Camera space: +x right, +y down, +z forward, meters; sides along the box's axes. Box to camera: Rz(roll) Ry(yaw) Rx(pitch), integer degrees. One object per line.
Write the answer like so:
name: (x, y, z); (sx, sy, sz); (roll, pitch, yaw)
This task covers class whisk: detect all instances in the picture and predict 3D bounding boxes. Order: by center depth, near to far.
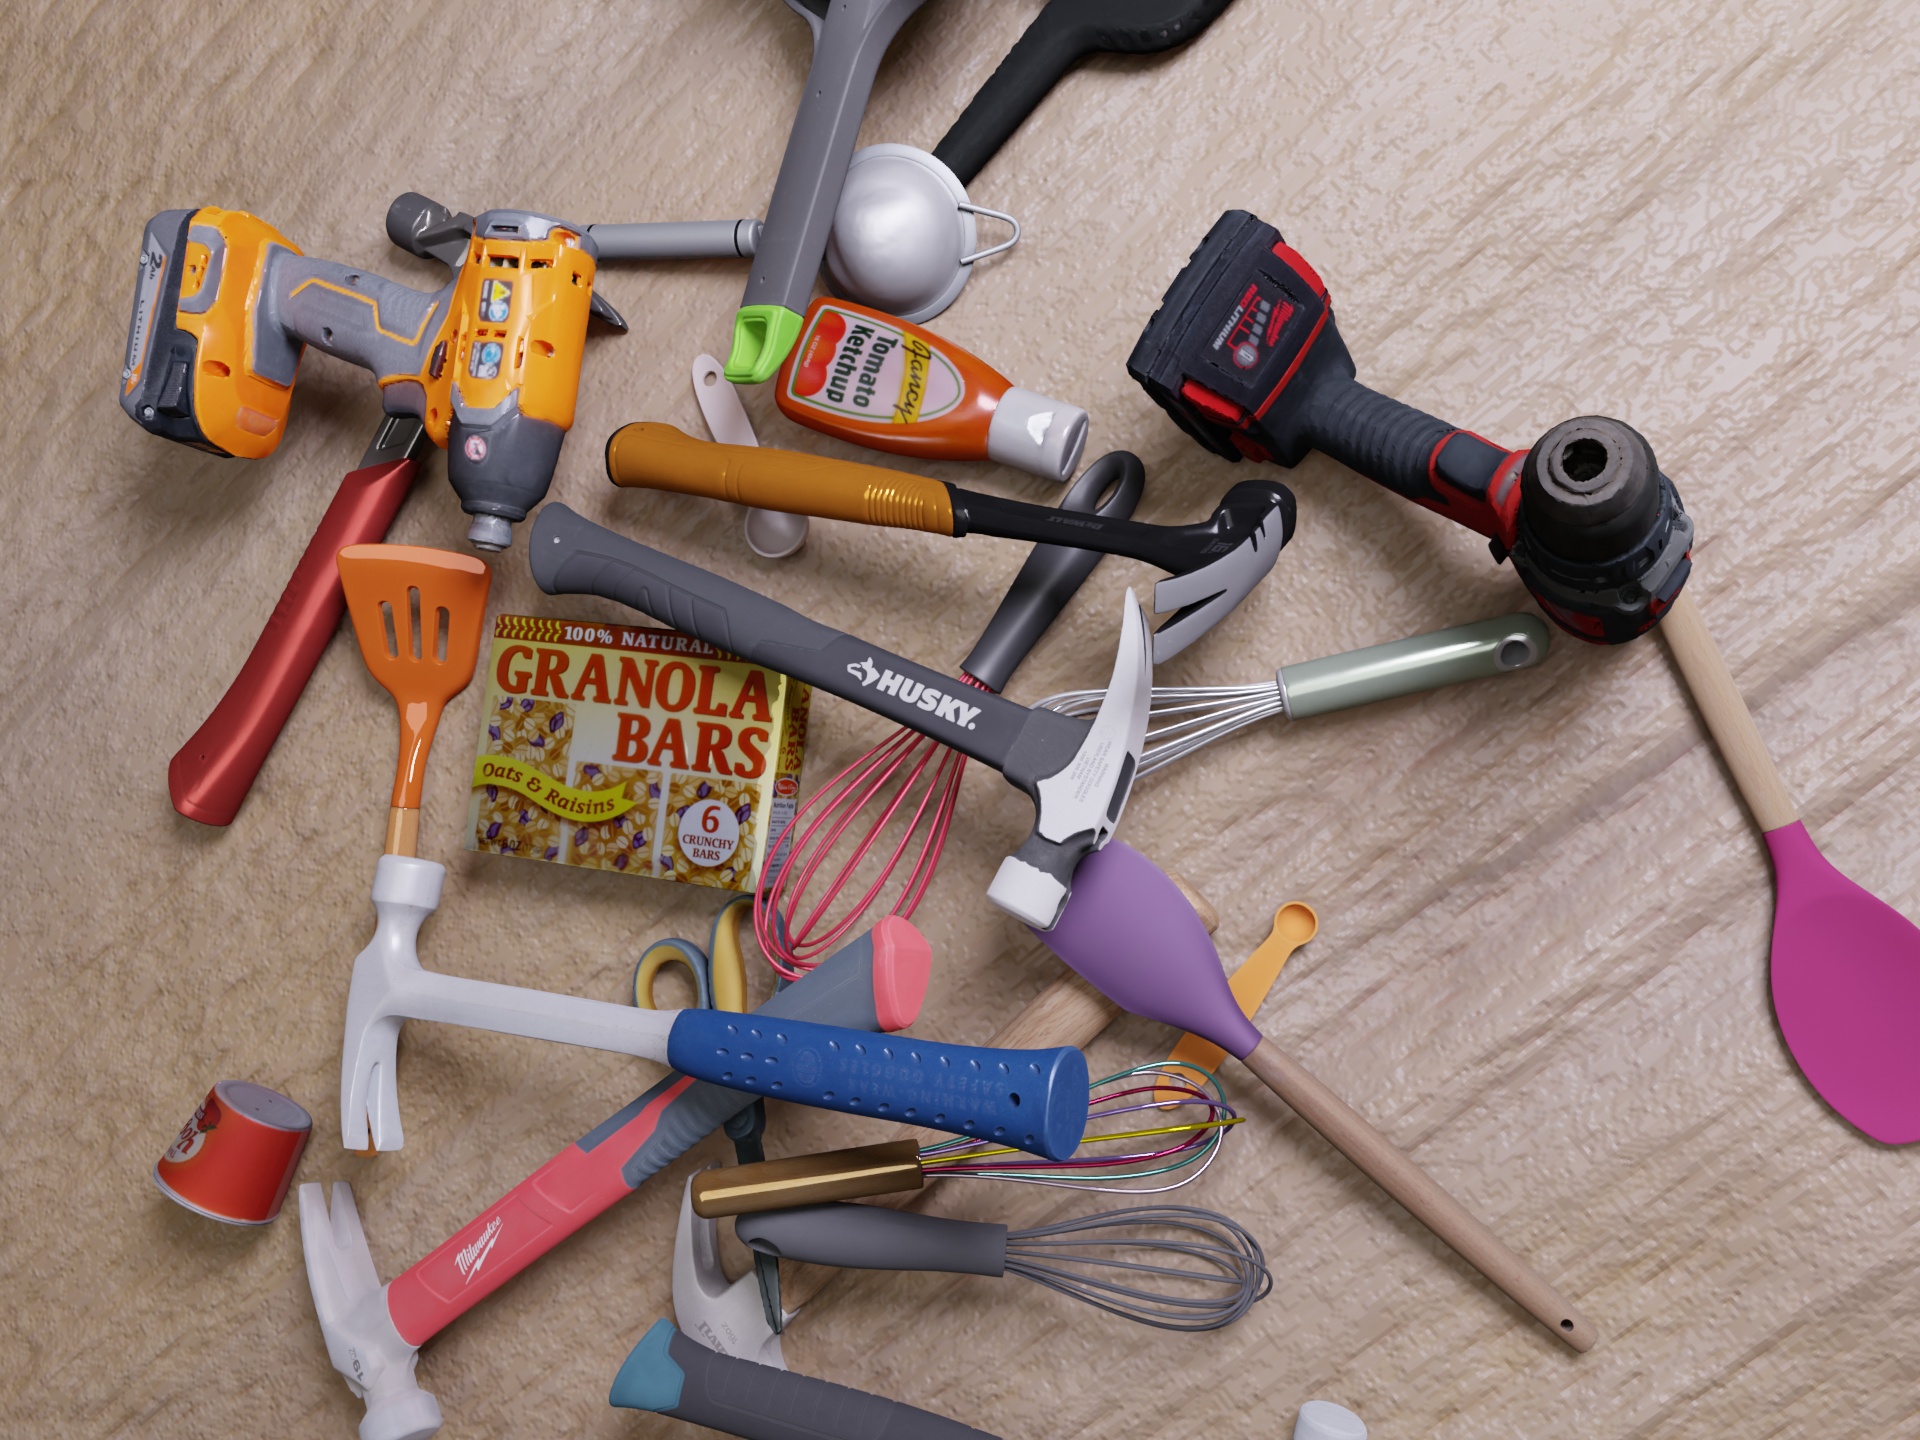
whisk: (0.004, 0.189, 0.696); (0.245, 0.047, 0.051); (-8, 104, -2)
whisk: (0.018, 0.234, 0.704); (0.239, 0.055, 0.055); (5, 87, 3)
whisk: (0.138, -0.010, 0.714); (0.246, 0.059, 0.057); (-13, 119, 12)
whisk: (-0.001, -0.002, 0.748); (0.073, 0.073, 0.296); (34, 90, 16)

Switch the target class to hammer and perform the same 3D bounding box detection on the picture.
hammer: (-0.132, 0.145, 0.700); (0.405, 0.035, 0.144); (2, 77, 32)
hammer: (0.003, 0.330, 0.711); (0.331, 0.033, 0.128); (12, 92, 9)
hammer: (-0.029, -0.095, 0.717); (0.337, 0.127, 0.034); (13, 123, 27)
hammer: (-0.068, -0.037, 0.734); (0.335, 0.035, 0.146); (24, 80, 24)
hammer: (-0.010, 0.192, 0.748); (0.331, 0.031, 0.130); (-45, 76, 9)
hammer: (-0.173, 0.197, 0.757); (0.386, 0.038, 0.143); (-38, 63, 18)
hammer: (-0.322, -0.099, 0.860); (0.149, 0.036, 0.359); (31, 95, 16)

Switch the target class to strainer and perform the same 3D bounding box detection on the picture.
strainer: (-0.099, -0.241, 0.799); (0.258, 0.050, 0.086); (6, 111, 22)

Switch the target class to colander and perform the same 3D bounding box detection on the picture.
colander: (-0.068, -0.354, 0.721); (0.205, 0.094, 0.397); (13, 86, 47)

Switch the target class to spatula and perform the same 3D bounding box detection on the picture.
spatula: (0.148, 0.158, 0.691); (0.316, 0.018, 0.060); (41, 94, 8)
spatula: (-0.299, 0.070, 0.838); (0.081, 0.041, 0.322); (6, 89, -1)

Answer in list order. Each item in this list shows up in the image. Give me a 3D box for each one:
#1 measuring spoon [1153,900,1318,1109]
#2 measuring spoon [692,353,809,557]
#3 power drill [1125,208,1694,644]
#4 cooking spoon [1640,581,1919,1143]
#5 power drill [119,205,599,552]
measuring spoon: (0.125, 0.130, 0.725); (0.021, 0.011, 0.117); (37, 100, 15)
measuring spoon: (-0.108, -0.135, 0.812); (0.034, 0.018, 0.124); (-30, 72, 13)
power drill: (0.180, -0.114, 0.627); (0.227, 0.187, 0.080); (36, 98, 24)
cooking spoon: (0.331, 0.020, 0.664); (0.069, 0.017, 0.319); (-26, 80, 22)
power drill: (-0.299, -0.174, 0.801); (0.226, 0.084, 0.164); (7, 88, 13)
